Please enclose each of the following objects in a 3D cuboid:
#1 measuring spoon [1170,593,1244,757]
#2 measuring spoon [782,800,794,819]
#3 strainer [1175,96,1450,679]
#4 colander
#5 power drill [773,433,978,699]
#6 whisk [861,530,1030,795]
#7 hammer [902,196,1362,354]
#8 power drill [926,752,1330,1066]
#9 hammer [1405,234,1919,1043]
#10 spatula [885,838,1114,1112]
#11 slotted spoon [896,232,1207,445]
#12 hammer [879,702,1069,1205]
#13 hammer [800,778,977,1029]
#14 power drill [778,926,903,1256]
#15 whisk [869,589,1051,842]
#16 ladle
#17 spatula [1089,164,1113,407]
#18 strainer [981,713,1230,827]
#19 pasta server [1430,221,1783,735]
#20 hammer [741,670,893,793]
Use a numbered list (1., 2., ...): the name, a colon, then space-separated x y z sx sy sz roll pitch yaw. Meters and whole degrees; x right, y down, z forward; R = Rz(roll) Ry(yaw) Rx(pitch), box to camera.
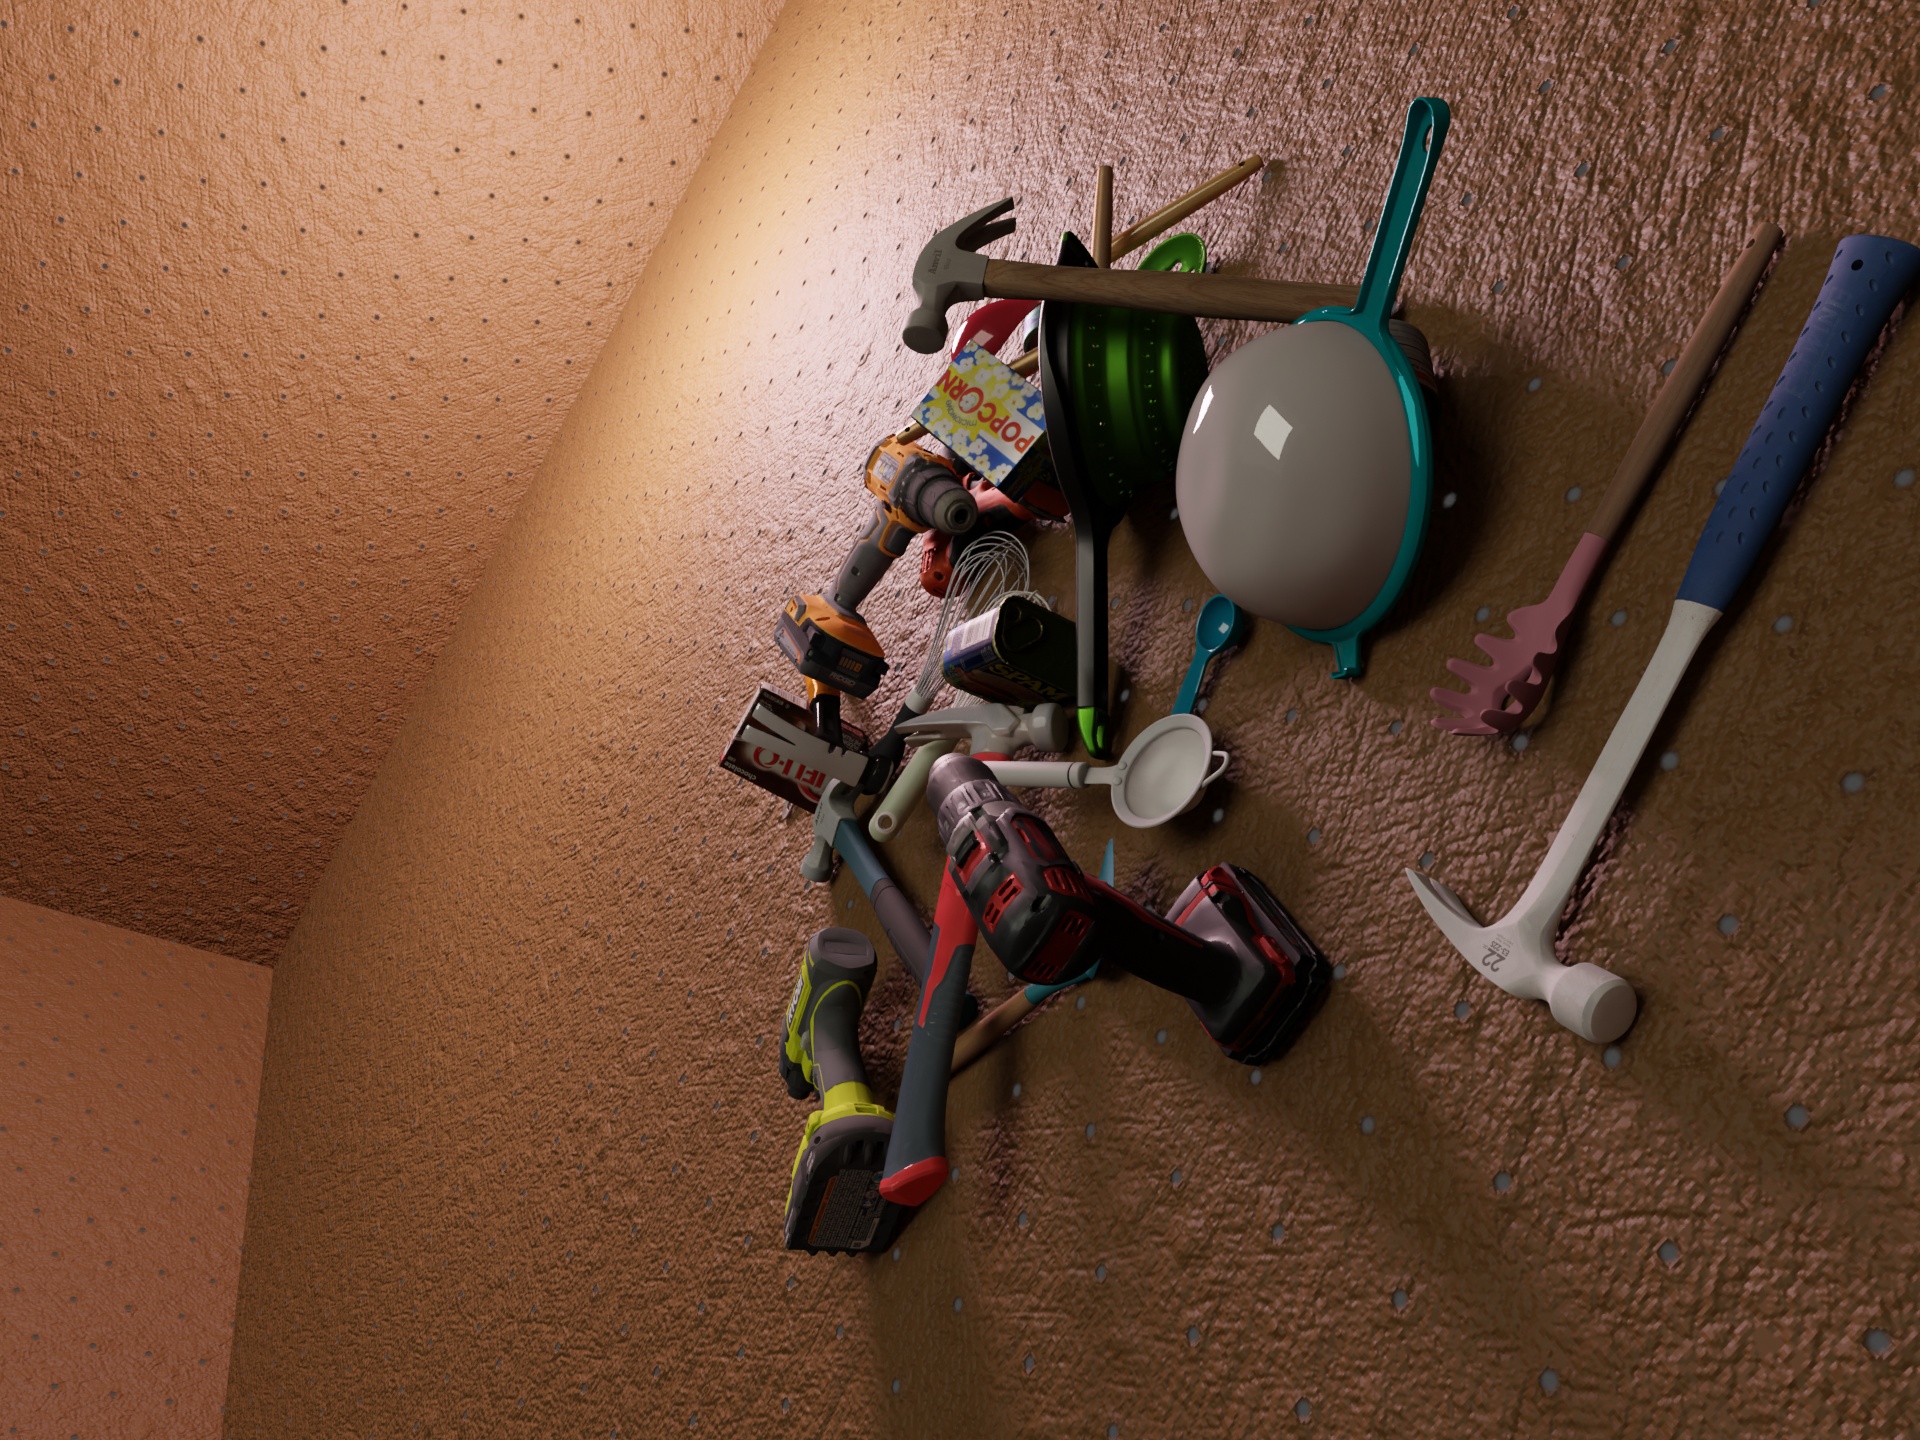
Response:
1. measuring spoon: 0.170 -0.025 1.113 0.042 0.021 0.128 39 112 61
2. measuring spoon: -0.149 0.046 1.587 0.124 0.018 0.034 -65 30 16
3. strainer: 0.203 -0.202 0.958 0.211 0.095 0.340 -118 30 -47
4. colander: 0.133 -0.170 1.190 0.094 0.204 0.397 -3 81 21
5. power drill: -0.069 -0.136 1.422 0.226 0.084 0.185 -61 30 9
6. whisk: -0.020 -0.042 1.396 0.284 0.070 0.070 -58 30 25
7. hammer: 0.131 -0.302 1.112 0.031 0.331 0.130 82 -163 -60
8. power drill: 0.086 0.103 0.936 0.080 0.226 0.188 -58 31 15
9. hammer: 0.358 -0.049 0.794 0.405 0.035 0.144 -64 29 4
10. spatula: 0.028 0.205 1.148 0.317 0.044 0.082 -45 25 35
11. slotted spoon: 0.076 -0.317 1.364 0.314 0.031 0.070 -27 57 20
12. hammer: -0.018 0.158 1.165 0.143 0.038 0.387 -5 55 28
13. hammer: -0.061 0.152 1.328 0.331 0.033 0.128 50 127 55
14. power drill: -0.101 0.297 1.247 0.223 0.080 0.171 -106 29 -53
15. whisk: -0.002 -0.004 1.315 0.246 0.058 0.059 -56 -8 -1
16. ladle: 0.116 -0.390 1.355 0.315 0.031 0.069 -27 47 22
17. spatula: 0.111 -0.303 1.307 0.059 0.018 0.316 49 -136 -82
18. strainer: 0.093 0.038 1.119 0.258 0.050 0.087 -1 60 44
19. pasta server: 0.352 -0.126 0.858 0.316 0.040 0.060 -62 19 6
20. hammer: -0.133 -0.025 1.472 0.034 0.127 0.337 -63 14 14
